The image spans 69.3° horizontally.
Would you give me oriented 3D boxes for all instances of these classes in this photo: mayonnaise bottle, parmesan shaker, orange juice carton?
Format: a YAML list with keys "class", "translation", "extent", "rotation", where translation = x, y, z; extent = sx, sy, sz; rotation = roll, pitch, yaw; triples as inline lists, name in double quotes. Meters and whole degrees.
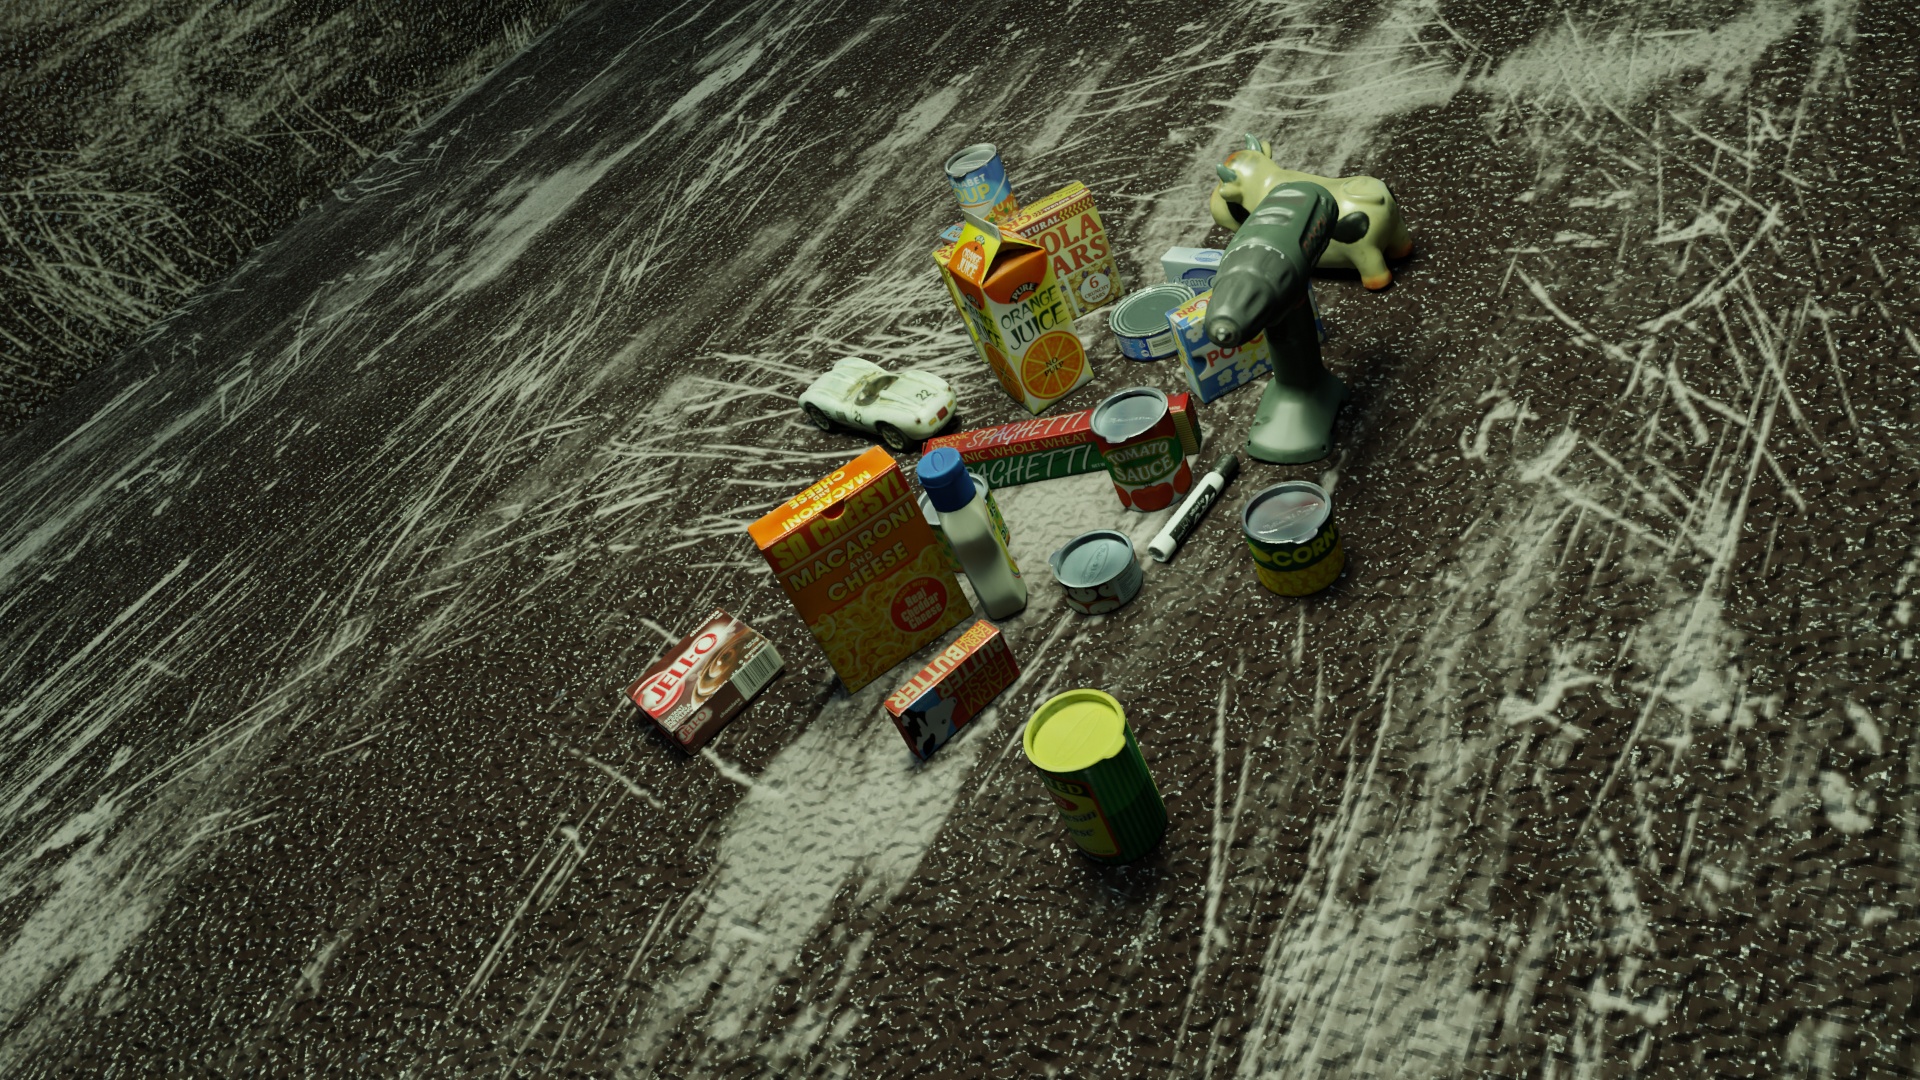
- class: "mayonnaise bottle"
  translation: [0.009, -0.007, 1.104]
  extent: [0.041, 0.147, 0.065]
  rotation: [-23, 37, 5]
- class: "parmesan shaker"
  translation: [0.091, 0.155, 0.897]
  extent: [0.071, 0.102, 0.072]
  rotation: [-16, 38, 13]
- class: "orange juice carton"
  translation: [0.051, -0.220, 1.300]
  extent: [0.073, 0.192, 0.072]
  rotation: [-33, 37, -9]

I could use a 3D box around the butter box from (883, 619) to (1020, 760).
- class: "butter box"
  translation: [-0.005, 0.112, 1.048]
  extent: [0.104, 0.053, 0.024]
  rotation: [-40, 39, -18]

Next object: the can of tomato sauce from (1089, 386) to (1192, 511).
- class: "can of tomato sauce"
  translation: [0.151, -0.074, 1.155]
  extent: [0.071, 0.082, 0.071]
  rotation: [-16, 38, 13]

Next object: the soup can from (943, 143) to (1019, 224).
- class: "soup can"
  translation: [0.025, -0.414, 1.642]
  extent: [0.071, 0.083, 0.072]
  rotation: [-16, 38, 13]

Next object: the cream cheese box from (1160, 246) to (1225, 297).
- class: "cream cheese box"
  translation: [0.246, -0.253, 1.341]
  extent: [0.104, 0.053, 0.024]
  rotation: [16, 54, 42]

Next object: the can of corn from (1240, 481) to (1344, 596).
- class: "can of corn"
  translation: [0.248, 0.001, 1.028]
  extent: [0.071, 0.058, 0.071]
  rotation: [-16, 38, 13]

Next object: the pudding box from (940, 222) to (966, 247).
- class: "pudding box"
  translation: [0.018, -0.326, 1.567]
  extent: [0.030, 0.049, 0.084]
  rotation: [-40, 39, -17]

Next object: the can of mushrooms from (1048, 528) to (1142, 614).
- class: "can of mushrooms"
  translation: [0.107, 0.024, 1.103]
  extent: [0.071, 0.033, 0.071]
  rotation: [-16, 38, 13]

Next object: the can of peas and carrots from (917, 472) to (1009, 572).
- class: "can of peas and carrots"
  translation: [0.004, -0.015, 1.191]
  extent: [0.071, 0.058, 0.071]
  rotation: [-16, 38, 13]

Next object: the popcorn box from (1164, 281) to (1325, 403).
- class: "popcorn box"
  translation: [0.254, -0.190, 1.233]
  extent: [0.127, 0.085, 0.038]
  rotation: [-28, 36, -2]

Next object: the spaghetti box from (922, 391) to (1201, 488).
- class: "spaghetti box"
  translation: [0.086, -0.083, 1.233]
  extent: [0.250, 0.050, 0.029]
  rotation: [-9, 40, 22]

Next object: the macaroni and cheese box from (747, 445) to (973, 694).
- class: "macaroni and cheese box"
  translation: [-0.075, 0.025, 1.099]
  extent: [0.124, 0.165, 0.040]
  rotation: [-34, 37, -10]

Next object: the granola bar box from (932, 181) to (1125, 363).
- class: "granola bar box"
  translation: [0.072, -0.270, 1.405]
  extent: [0.165, 0.123, 0.039]
  rotation: [-27, 36, 0]
